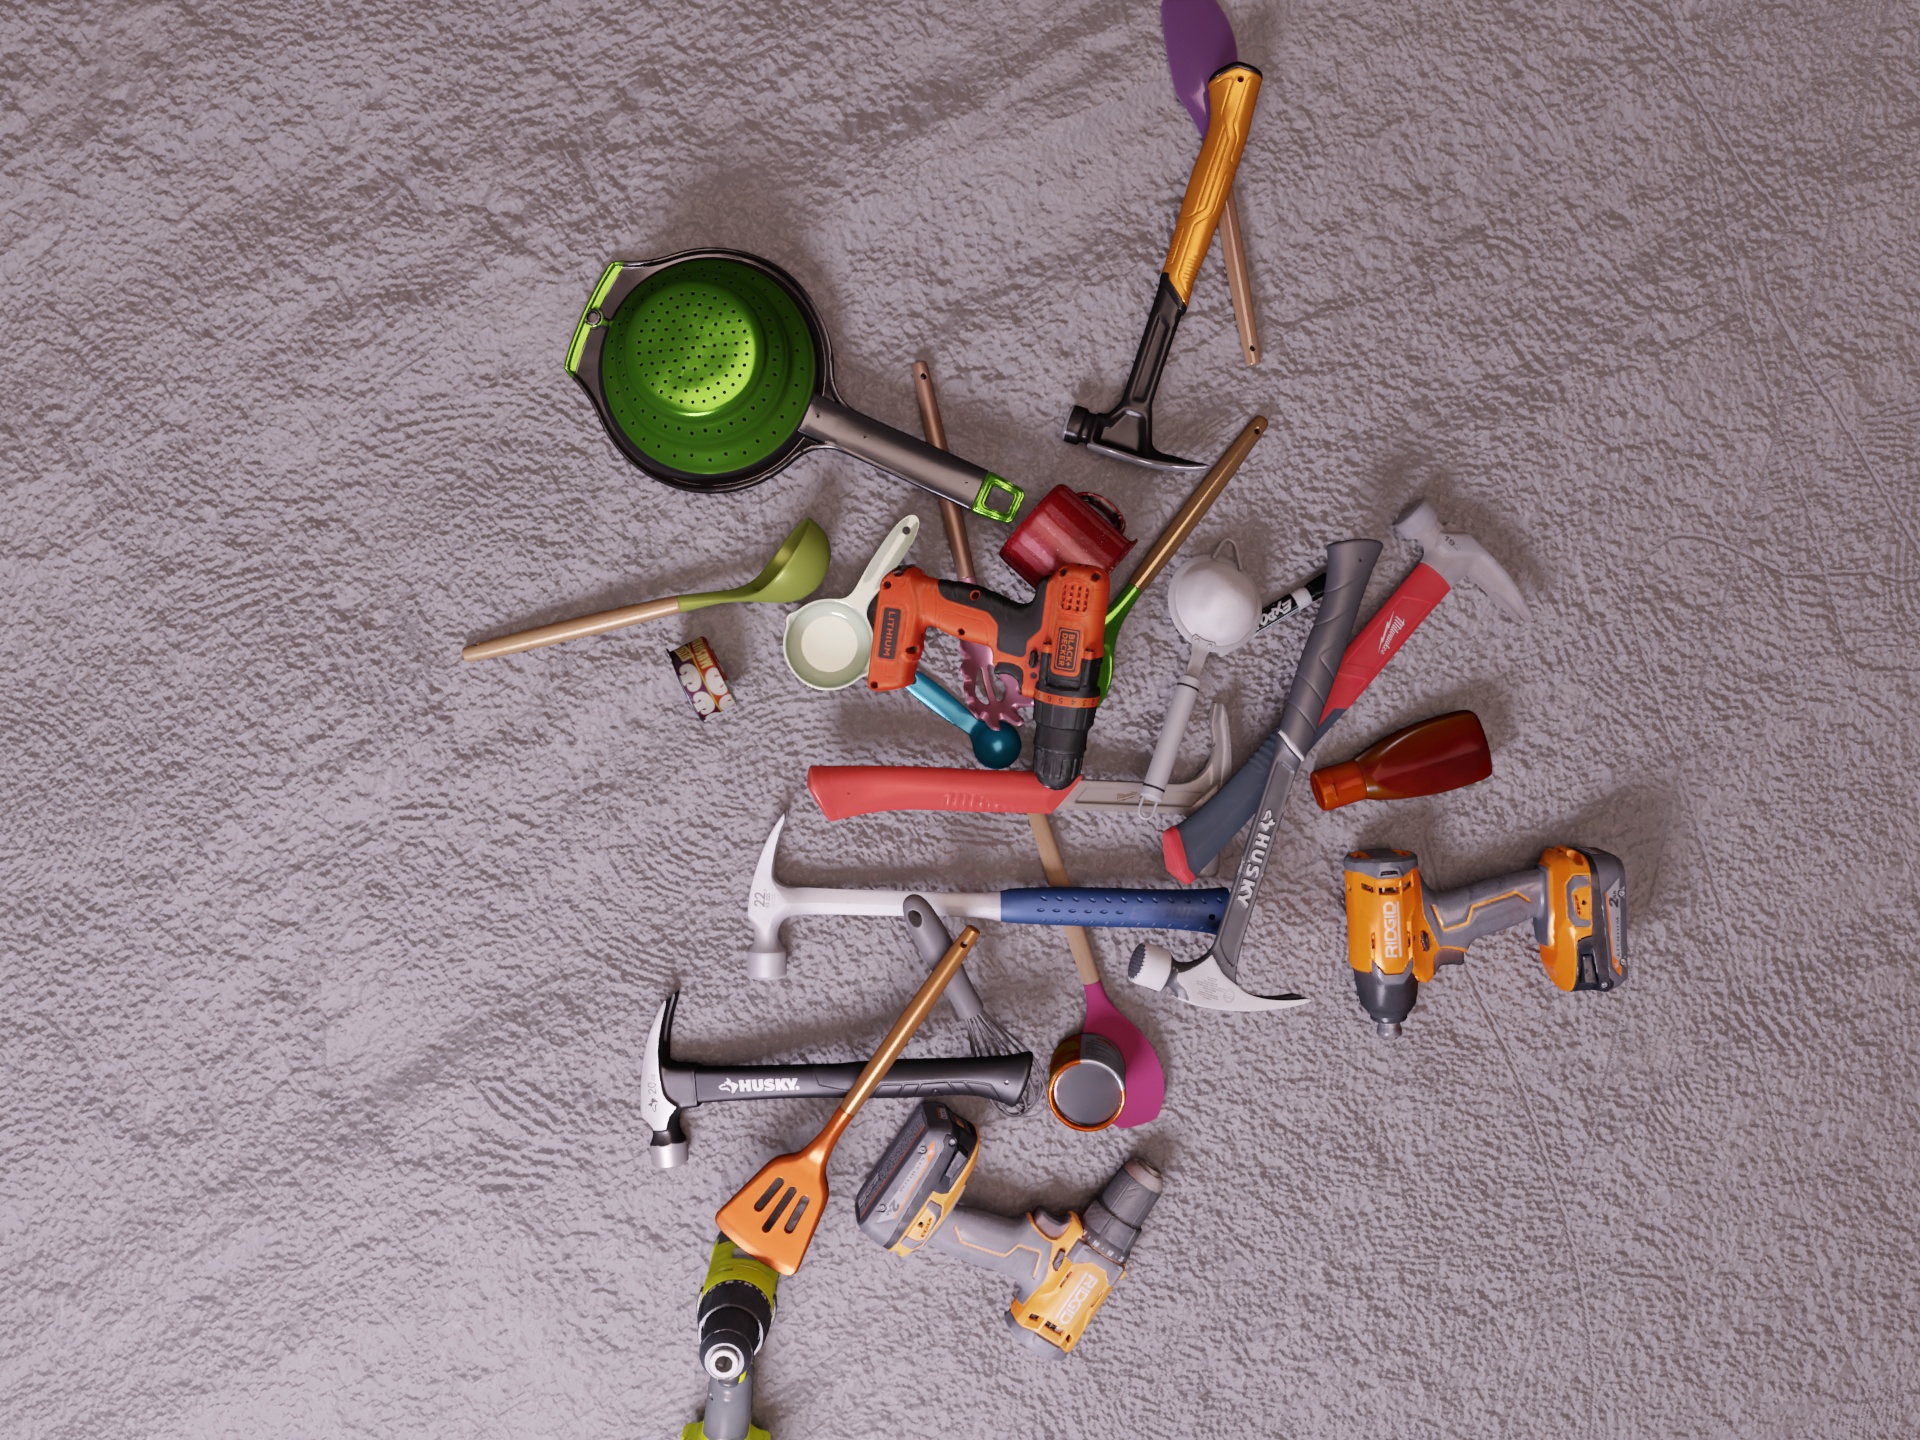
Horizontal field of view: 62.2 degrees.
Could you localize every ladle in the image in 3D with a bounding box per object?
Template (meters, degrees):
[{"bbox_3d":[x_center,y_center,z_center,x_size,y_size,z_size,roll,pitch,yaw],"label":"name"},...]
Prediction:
[{"bbox_3d":[-0.261,-0.102,1.316,0.320,0.078,0.062,-13,114,3],"label":"ladle"}]

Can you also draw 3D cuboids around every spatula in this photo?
[{"bbox_3d":[0.222,-0.457,1.345,0.060,0.018,0.316,-10,93,-2],"label":"spatula"},{"bbox_3d":[-0.079,0.298,1.282,0.081,0.041,0.322,35,99,5],"label":"spatula"}]

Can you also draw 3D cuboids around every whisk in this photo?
[{"bbox_3d":[0.011,0.241,1.328,0.055,0.055,0.238,-28,112,-2],"label":"whisk"}]

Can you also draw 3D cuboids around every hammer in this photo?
[{"bbox_3d":[0.193,-0.377,1.324,0.127,0.034,0.337,18,94,5],"label":"hammer"},{"bbox_3d":[0.052,0.050,1.333,0.359,0.037,0.149,3,92,-11],"label":"hammer"},{"bbox_3d":[0.023,0.150,1.343,0.405,0.035,0.144,1,94,0],"label":"hammer"},{"bbox_3d":[0.269,0.042,1.300,0.149,0.036,0.409,20,86,-11],"label":"hammer"},{"bbox_3d":[-0.105,0.294,1.324,0.335,0.035,0.146,-4,95,9],"label":"hammer"},{"bbox_3d":[0.318,-0.003,1.346,0.143,0.038,0.386,43,83,-6],"label":"hammer"}]

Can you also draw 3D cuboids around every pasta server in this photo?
[{"bbox_3d":[0.001,-0.147,1.339,0.060,0.040,0.316,-13,93,-15],"label":"pasta server"}]

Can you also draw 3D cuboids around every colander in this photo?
[{"bbox_3d":[-0.133,-0.256,1.278,0.397,0.094,0.204,24,91,0],"label":"colander"}]

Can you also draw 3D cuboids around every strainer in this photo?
[{"bbox_3d":[0.195,-0.038,1.327,0.087,0.050,0.258,21,81,-11],"label":"strainer"}]

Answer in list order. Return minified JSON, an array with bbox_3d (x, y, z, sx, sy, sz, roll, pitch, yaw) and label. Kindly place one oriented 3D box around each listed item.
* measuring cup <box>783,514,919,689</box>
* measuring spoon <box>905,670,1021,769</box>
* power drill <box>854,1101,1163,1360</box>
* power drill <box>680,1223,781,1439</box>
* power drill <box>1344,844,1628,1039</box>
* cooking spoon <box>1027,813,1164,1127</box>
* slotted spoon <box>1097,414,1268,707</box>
[{"bbox_3d":[-0.085,-0.101,1.337,0.083,0.038,0.167,34,88,-5],"label":"measuring cup"},{"bbox_3d":[-0.002,-0.004,1.353,0.128,0.021,0.042,37,90,-7],"label":"measuring spoon"},{"bbox_3d":[0.048,0.414,1.354,0.226,0.084,0.185,35,91,-9],"label":"power drill"},{"bbox_3d":[-0.190,0.548,1.292,0.080,0.190,0.228,7,97,-3],"label":"power drill"},{"bbox_3d":[0.446,0.189,1.367,0.226,0.084,0.164,-3,94,1],"label":"power drill"},{"bbox_3d":[0.106,0.201,1.374,0.069,0.017,0.319,-18,95,8],"label":"cooking spoon"},{"bbox_3d":[0.166,-0.132,1.355,0.070,0.031,0.314,38,88,-19],"label":"slotted spoon"}]
